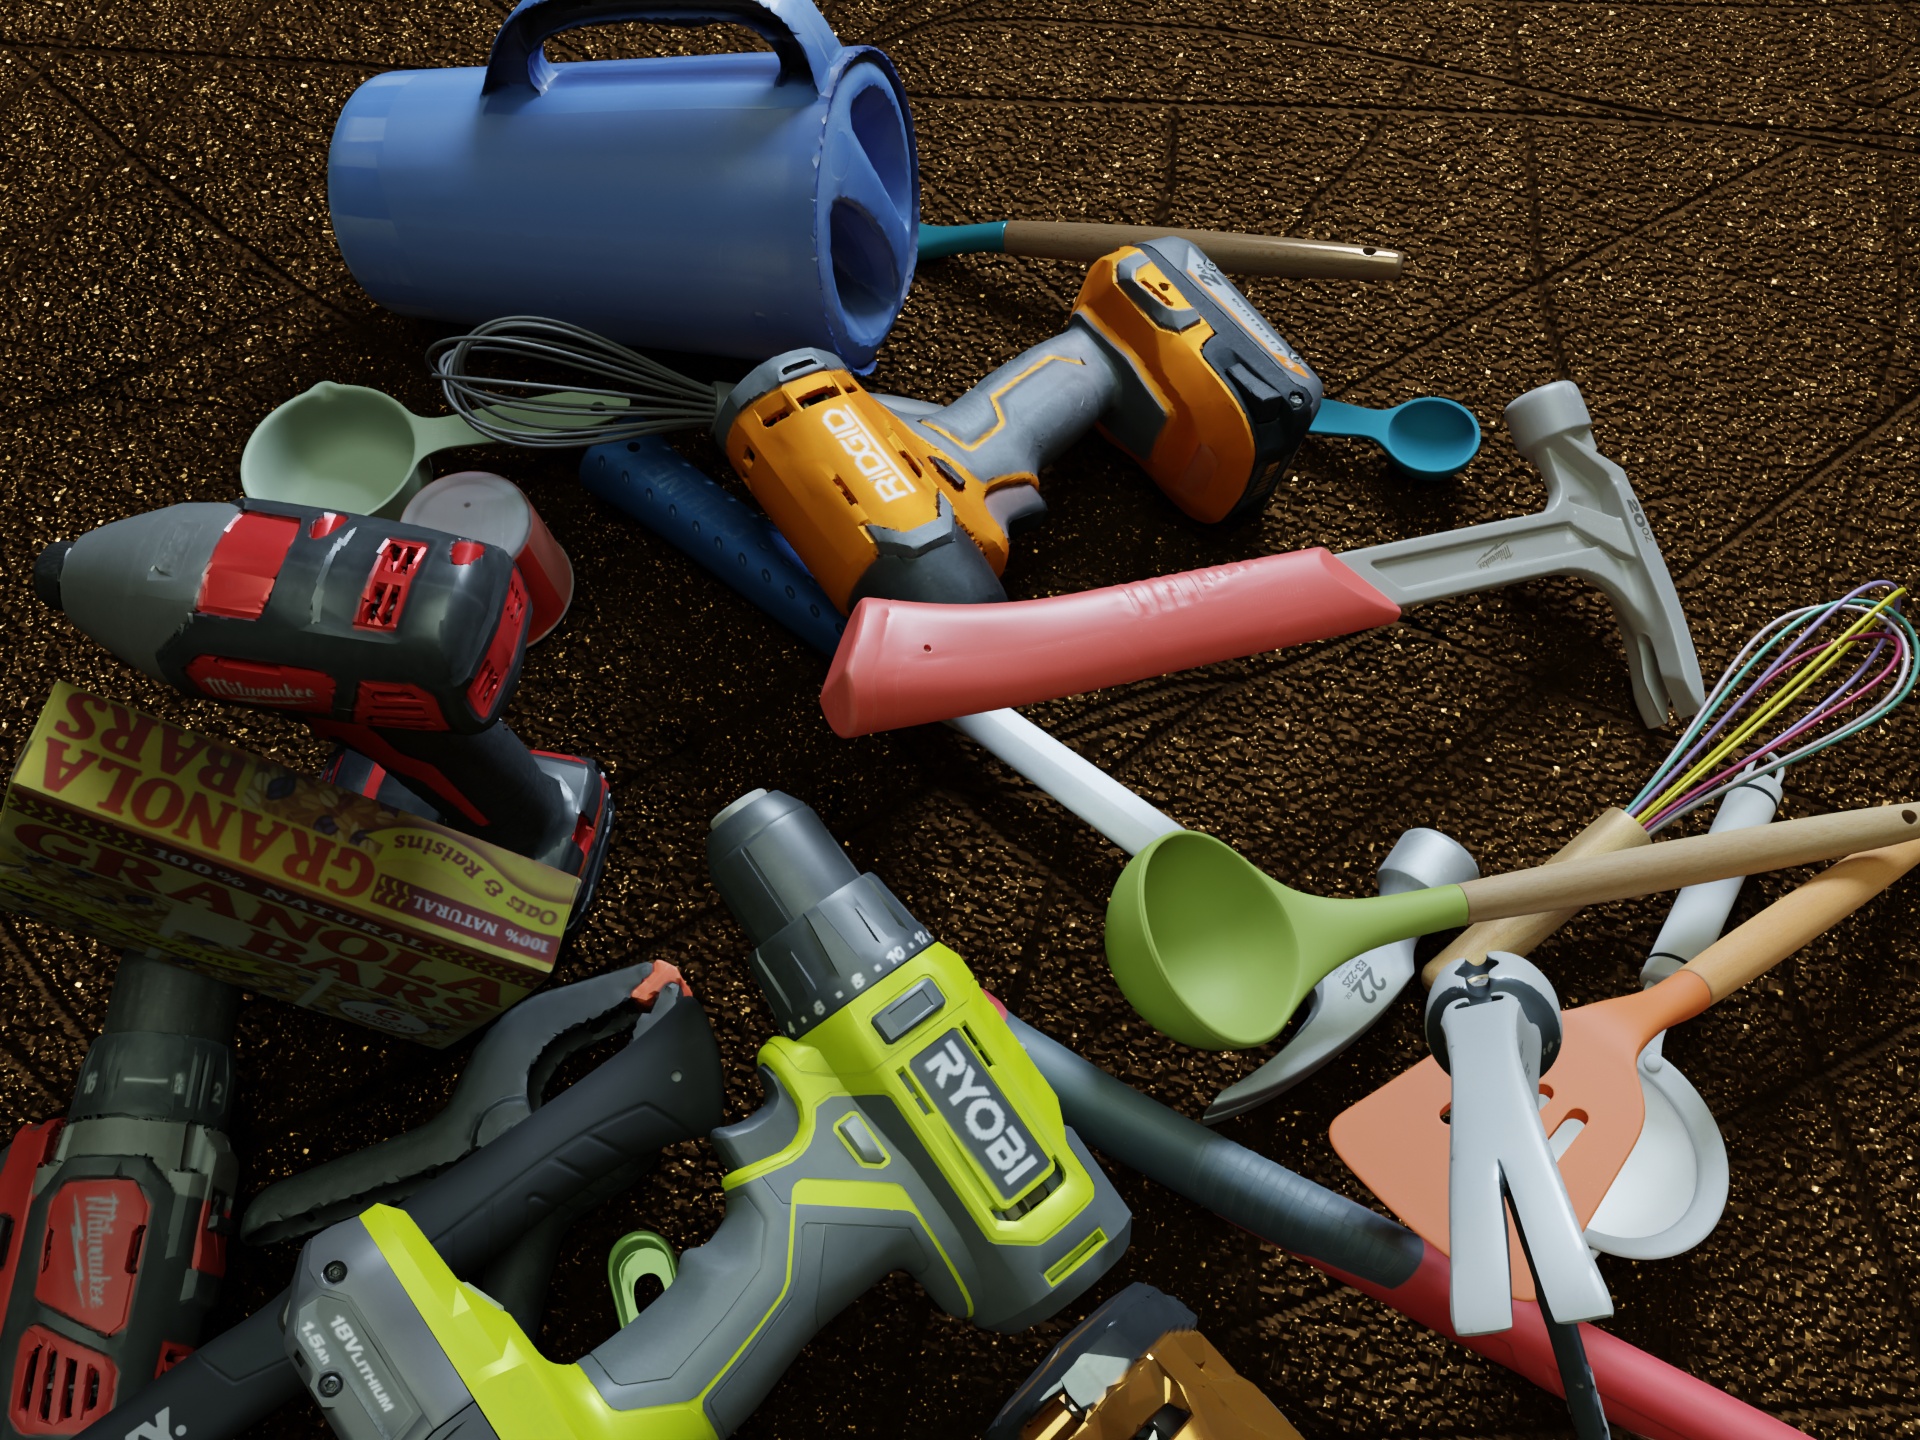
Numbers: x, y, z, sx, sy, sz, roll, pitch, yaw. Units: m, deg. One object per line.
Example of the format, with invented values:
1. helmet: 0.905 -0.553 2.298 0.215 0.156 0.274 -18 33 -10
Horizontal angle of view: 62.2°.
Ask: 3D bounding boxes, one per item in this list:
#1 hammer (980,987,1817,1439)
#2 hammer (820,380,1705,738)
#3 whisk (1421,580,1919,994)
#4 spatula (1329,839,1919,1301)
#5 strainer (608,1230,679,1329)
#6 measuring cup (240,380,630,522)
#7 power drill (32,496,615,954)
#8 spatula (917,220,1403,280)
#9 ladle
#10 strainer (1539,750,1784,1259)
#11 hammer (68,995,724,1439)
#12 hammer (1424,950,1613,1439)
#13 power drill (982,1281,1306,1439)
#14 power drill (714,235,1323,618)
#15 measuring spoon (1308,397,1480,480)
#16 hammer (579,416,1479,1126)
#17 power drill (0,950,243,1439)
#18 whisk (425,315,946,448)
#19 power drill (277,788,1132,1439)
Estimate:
1. hammer: 0.158 0.193 0.528 0.386 0.143 0.038 23 64 24
2. hammer: 0.122 -0.036 0.599 0.359 0.036 0.149 -13 79 -23
3. whisk: 0.276 0.030 0.615 0.245 0.047 0.051 -39 96 -4
4. spatula: 0.265 0.092 0.557 0.322 0.041 0.081 -19 39 -33
5. strainer: -0.076 0.281 0.485 0.151 0.069 0.257 -15 66 -8
6. measuring cup: -0.227 -0.116 0.705 0.167 0.038 0.083 -13 64 -8
7. power drill: -0.203 0.003 0.542 0.143 0.219 0.079 8 63 4
8. spatula: 0.044 -0.231 0.742 0.317 0.044 0.082 10 59 19
9. ladle: 0.207 0.057 0.565 0.320 0.062 0.078 -9 67 -6
10. strainer: 0.262 0.104 0.593 0.087 0.050 0.258 31 62 15
11. hammer: -0.217 0.192 0.495 0.335 0.035 0.146 -34 85 -22
12. hammer: 0.185 0.271 0.397 0.036 0.149 0.409 -16 94 19
13. power drill: 0.084 0.245 0.415 0.084 0.226 0.185 -39 70 -18
14. power drill: 0.036 -0.102 0.652 0.226 0.084 0.164 -26 68 -26
15. measuring spoon: 0.171 -0.133 0.729 0.129 0.021 0.042 13 64 17
16. hammer: -0.001 -0.002 0.648 0.406 0.035 0.144 35 68 16
17. power drill: -0.364 0.156 0.547 0.226 0.080 0.188 1 63 -3
18. whisk: -0.104 -0.136 0.681 0.239 0.055 0.055 3 61 -21
19. power drill: -0.082 0.145 0.491 0.228 0.080 0.190 -33 83 -26
